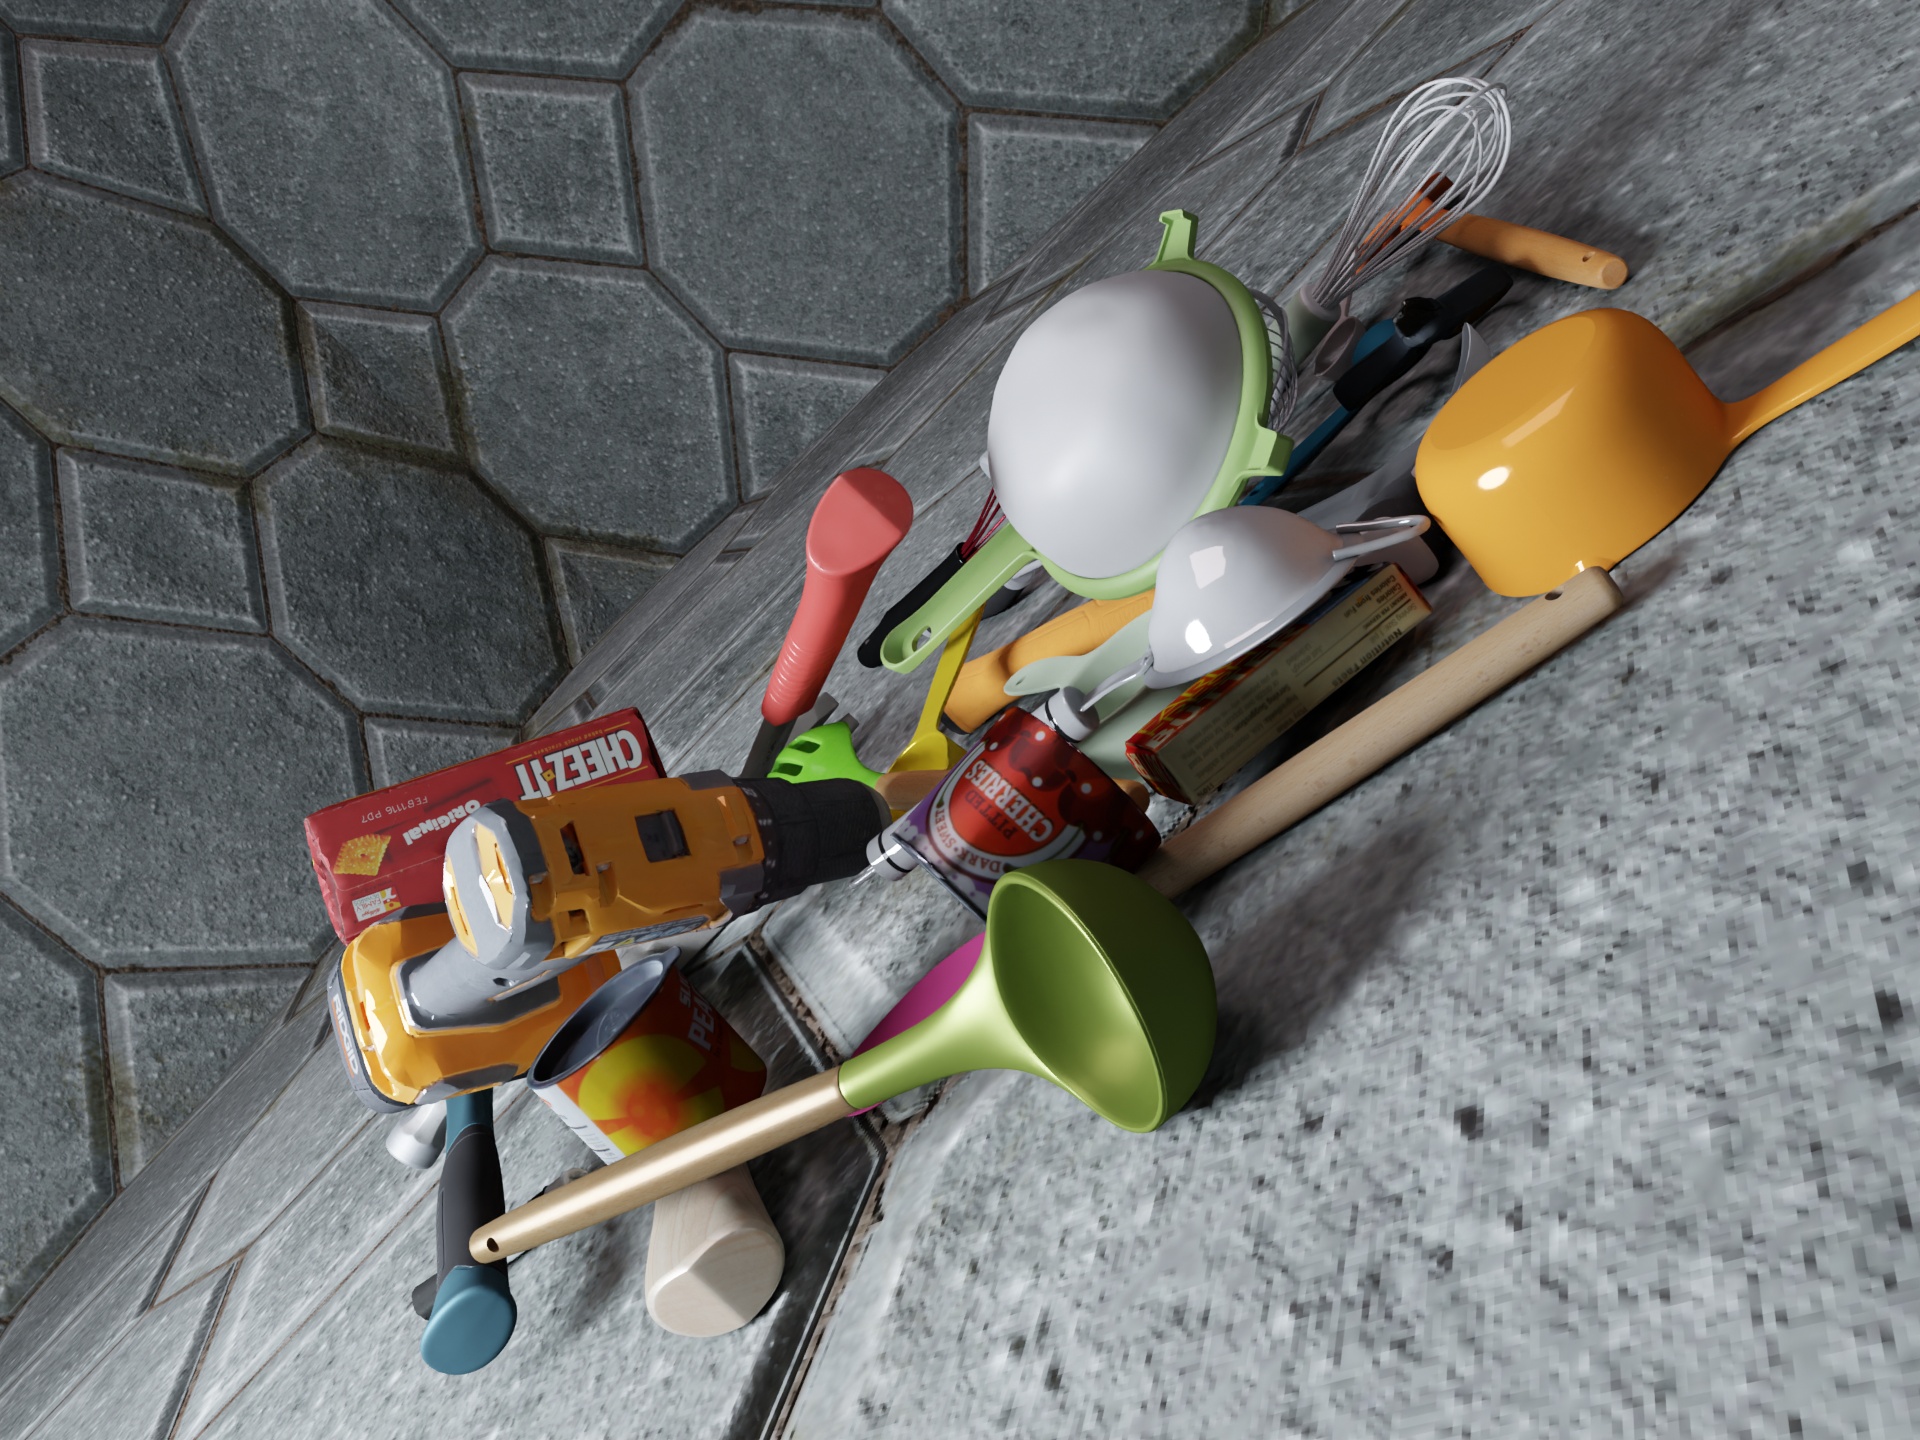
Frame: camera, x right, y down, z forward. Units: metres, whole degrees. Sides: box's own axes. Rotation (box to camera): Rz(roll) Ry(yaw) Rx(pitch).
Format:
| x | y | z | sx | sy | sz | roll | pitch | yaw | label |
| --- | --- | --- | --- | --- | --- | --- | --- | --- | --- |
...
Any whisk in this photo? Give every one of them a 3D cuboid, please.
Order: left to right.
| x | y | z | sx | sy | sz | roll | pitch | yaw | label |
| --- | --- | --- | --- | --- | --- | --- | --- | --- | --- |
| 0.018 | -0.117 | 1.027 | 0.295 | 0.073 | 0.073 | -41 | 14 | 39 | whisk |
| 0.182 | -0.211 | 0.780 | 0.059 | 0.058 | 0.246 | -29 | -15 | -40 | whisk |

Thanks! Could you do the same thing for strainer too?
| x | y | z | sx | sy | sz | roll | pitch | yaw | label |
| --- | --- | --- | --- | --- | --- | --- | --- | --- | --- |
| 0.023 | -0.103 | 0.702 | 0.256 | 0.069 | 0.152 | -42 | 48 | 37 | strainer |
| 0.044 | -0.008 | 0.559 | 0.258 | 0.050 | 0.087 | -39 | 10 | 28 | strainer |

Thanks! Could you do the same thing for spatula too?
| x | y | z | sx | sy | sz | roll | pitch | yaw | label |
| --- | --- | --- | --- | --- | --- | --- | --- | --- | --- |
| 0.251 | -0.231 | 0.773 | 0.081 | 0.041 | 0.323 | -43 | 19 | 13 | spatula |

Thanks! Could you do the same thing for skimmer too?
| x | y | z | sx | sy | sz | roll | pitch | yaw | label |
| --- | --- | --- | --- | --- | --- | --- | --- | --- | --- |
| 0.052 | -0.124 | 0.882 | 0.127 | 0.090 | 0.363 | -19 | -1 | -29 | skimmer |

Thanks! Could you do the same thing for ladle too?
| x | y | z | sx | sy | sz | roll | pitch | yaw | label |
| --- | --- | --- | --- | --- | --- | --- | --- | --- | --- |
| -0.059 | 0.126 | 0.492 | 0.320 | 0.078 | 0.062 | -29 | -3 | 29 | ladle |

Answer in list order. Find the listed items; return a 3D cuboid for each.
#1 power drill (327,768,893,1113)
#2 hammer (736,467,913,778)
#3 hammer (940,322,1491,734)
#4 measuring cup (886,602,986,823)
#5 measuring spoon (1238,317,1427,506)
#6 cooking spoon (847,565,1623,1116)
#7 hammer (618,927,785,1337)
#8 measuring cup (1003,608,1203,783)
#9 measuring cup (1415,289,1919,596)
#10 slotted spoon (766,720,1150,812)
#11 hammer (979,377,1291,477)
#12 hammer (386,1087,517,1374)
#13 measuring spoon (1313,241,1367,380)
| x | y | z | sx | sy | sz | roll | pitch | yaw | label |
| --- | --- | --- | --- | --- | --- | --- | --- | --- | --- |
| -0.149 | 0.085 | 0.671 | 0.185 | 0.084 | 0.226 | -8 | -21 | -42 | power drill |
| -0.076 | -0.026 | 0.804 | 0.149 | 0.037 | 0.359 | -44 | -5 | -27 | hammer |
| 0.093 | -0.060 | 0.708 | 0.337 | 0.034 | 0.127 | -25 | 25 | 52 | hammer |
| -0.001 | -0.002 | 0.761 | 0.062 | 0.029 | 0.157 | -28 | 34 | 46 | measuring cup |
| 0.172 | -0.148 | 0.755 | 0.128 | 0.021 | 0.042 | -45 | 15 | -4 | measuring spoon |
| 0.069 | 0.048 | 0.514 | 0.319 | 0.017 | 0.069 | -38 | 15 | 27 | cooking spoon |
| -0.122 | 0.154 | 0.710 | 0.146 | 0.038 | 0.411 | -46 | 15 | -8 | hammer |
| 0.059 | -0.008 | 0.659 | 0.083 | 0.038 | 0.167 | -48 | 13 | -12 | measuring cup |
| 0.213 | -0.104 | 0.470 | 0.173 | 0.052 | 0.095 | -34 | 18 | 42 | measuring cup |
| -0.018 | 0.028 | 0.683 | 0.314 | 0.031 | 0.070 | -1 | 59 | 60 | slotted spoon |
| 0.120 | -0.220 | 1.062 | 0.144 | 0.035 | 0.406 | -46 | 15 | -5 | hammer |
| -0.232 | 0.210 | 0.752 | 0.128 | 0.033 | 0.331 | -59 | 19 | -3 | hammer |
| 0.204 | -0.215 | 0.830 | 0.034 | 0.018 | 0.124 | -49 | 16 | 44 | measuring spoon |
